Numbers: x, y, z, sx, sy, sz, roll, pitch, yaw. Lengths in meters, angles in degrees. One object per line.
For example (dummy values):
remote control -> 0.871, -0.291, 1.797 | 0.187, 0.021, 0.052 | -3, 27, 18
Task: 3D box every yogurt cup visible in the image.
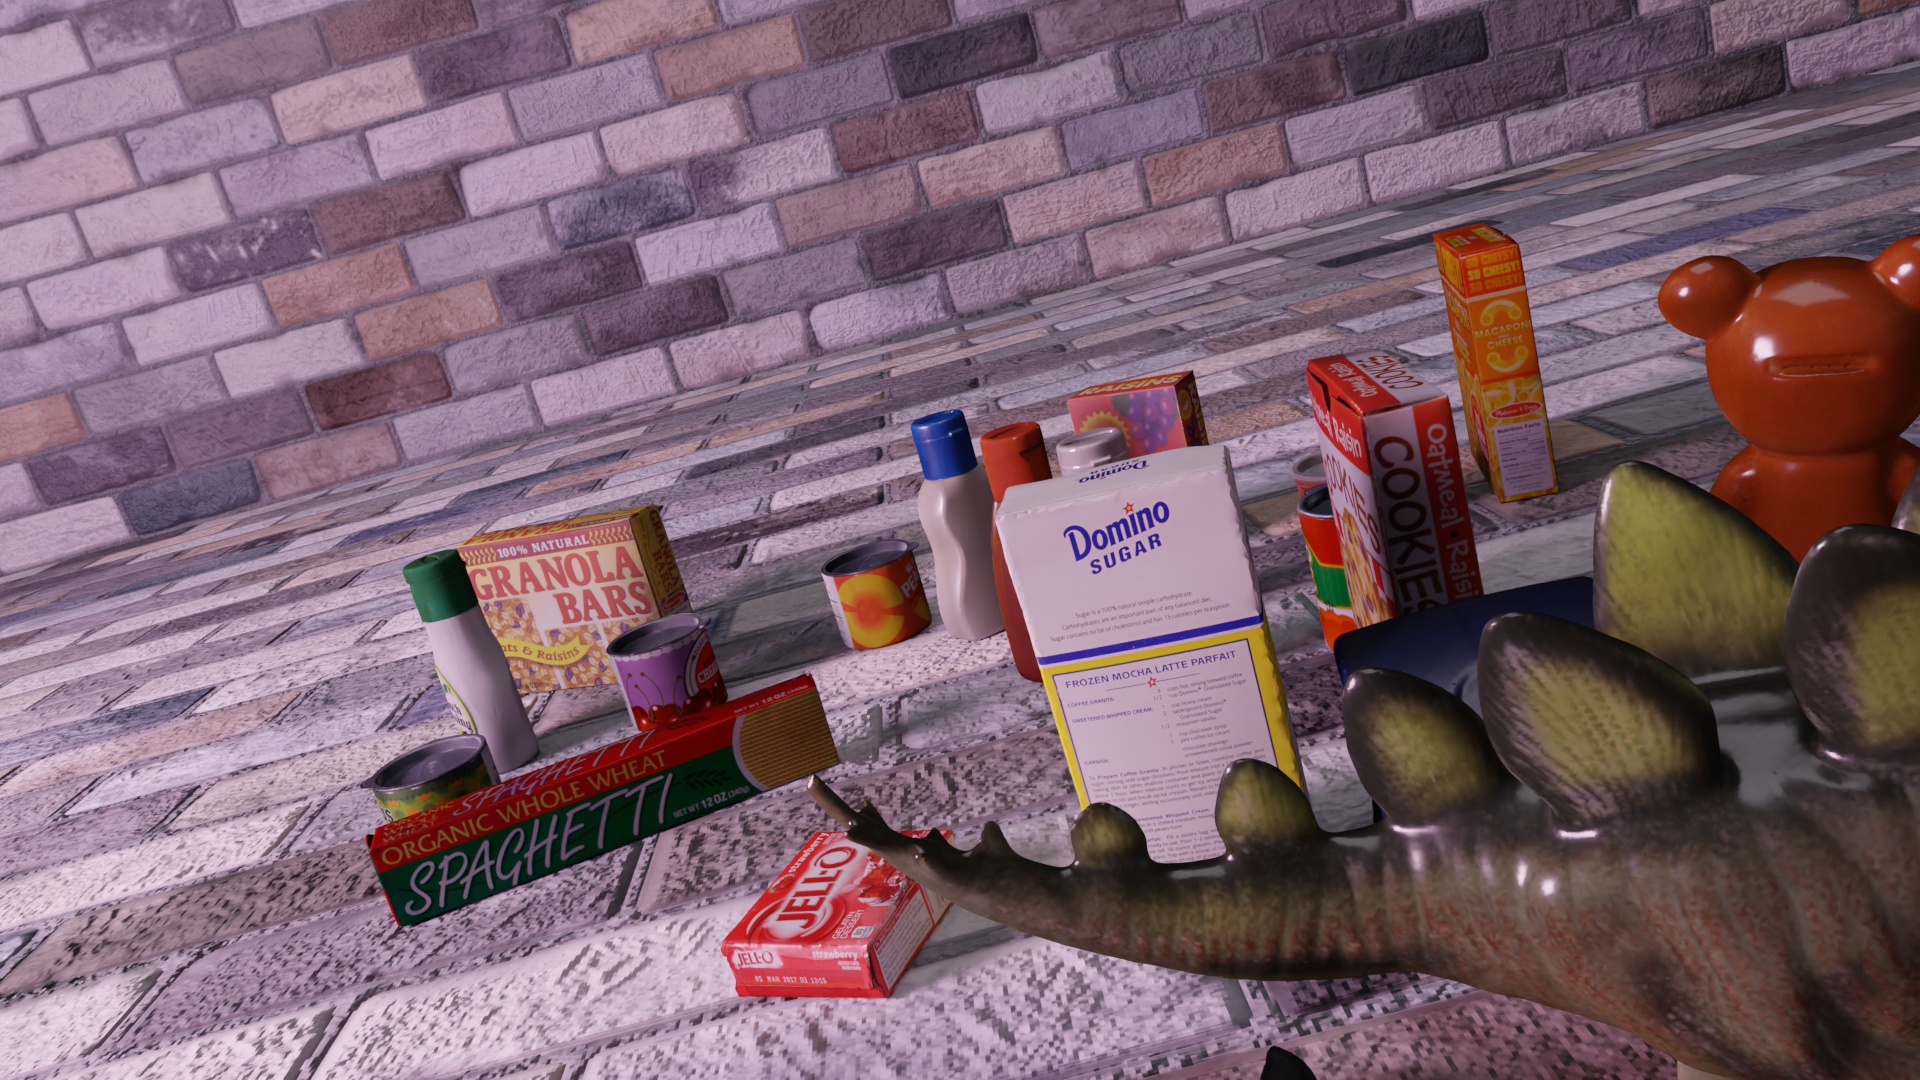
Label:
yogurt cup -> 0.257, -0.029, 0.915 | 0.072, 0.053, 0.072 | -14, 15, 4

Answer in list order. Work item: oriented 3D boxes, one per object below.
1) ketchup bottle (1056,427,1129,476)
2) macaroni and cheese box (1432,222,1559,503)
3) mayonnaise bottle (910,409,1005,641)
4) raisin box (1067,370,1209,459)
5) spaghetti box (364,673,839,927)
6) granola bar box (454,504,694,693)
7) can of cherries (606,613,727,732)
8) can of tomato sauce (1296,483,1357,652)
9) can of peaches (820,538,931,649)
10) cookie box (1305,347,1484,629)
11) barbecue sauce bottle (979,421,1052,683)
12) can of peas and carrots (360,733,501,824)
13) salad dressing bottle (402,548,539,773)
ketchup bottle -> 0.087, 0.015, 0.747 | 0.065, 0.148, 0.043 | -17, 15, -6
macaroni and cheese box -> 0.360, -0.123, 0.936 | 0.040, 0.166, 0.124 | -11, 16, 14
mayonnaise bottle -> 0.003, -0.012, 0.918 | 0.065, 0.147, 0.041 | -25, 18, -32
raisin box -> 0.133, -0.052, 0.981 | 0.086, 0.123, 0.040 | -5, 18, 34
spaghetti box -> -0.191, 0.140, 0.759 | 0.251, 0.050, 0.029 | -19, 16, -14
granola bar box -> -0.284, 0.046, 1.032 | 0.165, 0.124, 0.039 | -8, 17, 24
can of cherries -> -0.192, 0.088, 0.926 | 0.071, 0.058, 0.072 | -14, 15, 4
can of tomato sauce -> 0.220, 0.013, 0.748 | 0.071, 0.083, 0.071 | -14, 15, 4
can of peaches -> -0.056, 0.037, 0.973 | 0.071, 0.058, 0.071 | -14, 15, 4
cookie box -> 0.203, 0.003, 0.644 | 0.040, 0.167, 0.123 | -14, 15, 7
barbecue sauce bottle -> 0.046, 0.006, 0.818 | 0.065, 0.148, 0.043 | -25, 18, -31
can of peas and carrots -> -0.298, 0.153, 0.798 | 0.071, 0.058, 0.071 | -14, 15, 4
salad dressing bottle -> -0.321, 0.080, 0.908 | 0.044, 0.147, 0.064 | -23, 17, -26
